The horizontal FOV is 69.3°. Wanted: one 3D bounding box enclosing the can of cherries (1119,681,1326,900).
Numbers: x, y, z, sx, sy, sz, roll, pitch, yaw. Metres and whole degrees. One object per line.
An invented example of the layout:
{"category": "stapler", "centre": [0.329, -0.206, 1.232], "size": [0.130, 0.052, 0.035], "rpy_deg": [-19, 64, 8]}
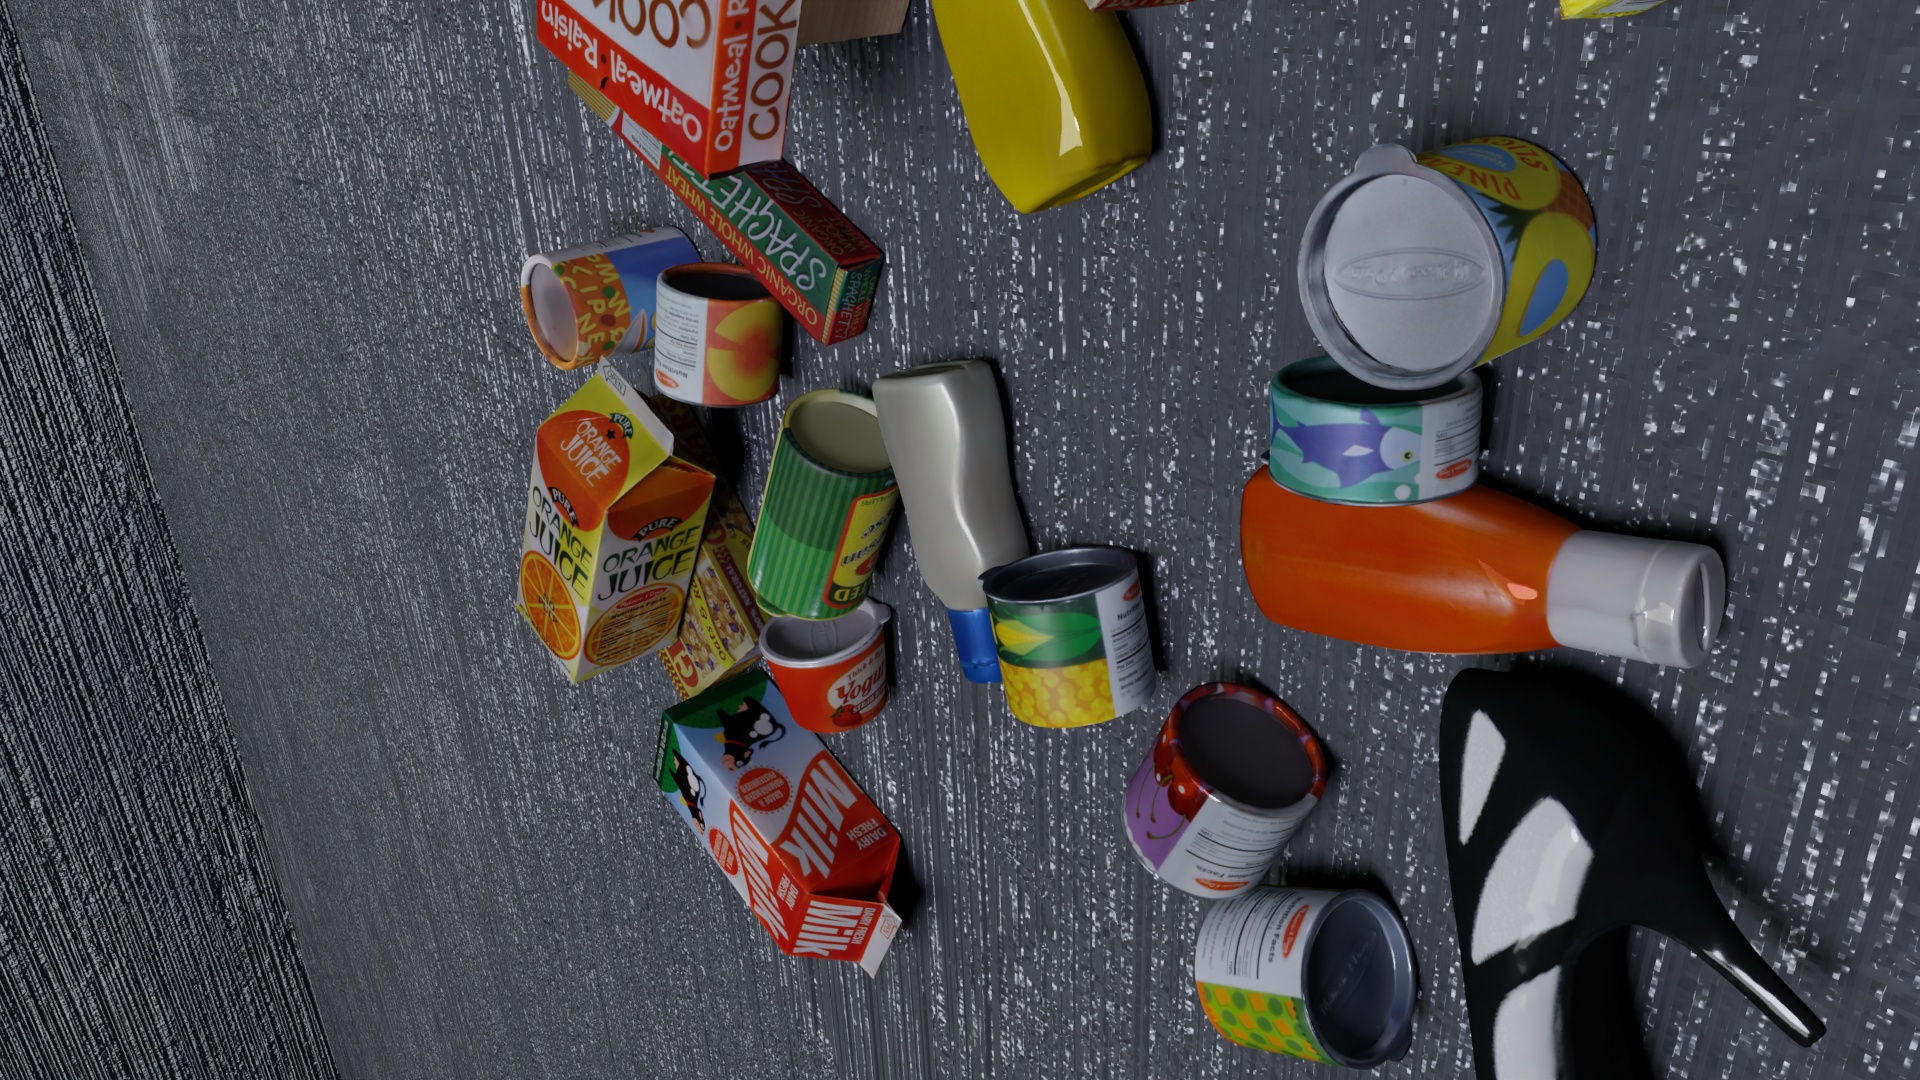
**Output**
{"category": "can of cherries", "centre": [0.103, 0.097, 0.555], "size": [0.071, 0.072, 0.058], "rpy_deg": [45, 138, 27]}

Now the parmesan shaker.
{"category": "parmesan shaker", "centre": [-0.068, -0.016, 0.701], "size": [0.071, 0.071, 0.102], "rpy_deg": [46, 138, 25]}

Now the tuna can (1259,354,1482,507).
{"category": "tuna can", "centre": [0.131, -0.038, 0.448], "size": [0.071, 0.071, 0.032], "rpy_deg": [19, 121, 45]}

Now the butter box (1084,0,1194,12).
{"category": "butter box", "centre": [0.041, -0.226, 0.471], "size": [0.103, 0.053, 0.024], "rpy_deg": [59, 140, 10]}

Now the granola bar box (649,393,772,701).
{"category": "granola bar box", "centre": [-0.174, 0.006, 0.871], "size": [0.123, 0.039, 0.165], "rpy_deg": [-38, 78, 51]}

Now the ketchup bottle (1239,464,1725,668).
{"category": "ketchup bottle", "centre": [0.163, 0.009, 0.451], "size": [0.149, 0.044, 0.064], "rpy_deg": [12, 124, 47]}

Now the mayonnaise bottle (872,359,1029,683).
{"category": "mayonnaise bottle", "centre": [0.002, -0.008, 0.645], "size": [0.064, 0.041, 0.147], "rpy_deg": [4, 113, 52]}

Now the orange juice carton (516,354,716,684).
{"category": "orange juice carton", "centre": [-0.198, -0.012, 0.795], "size": [0.072, 0.073, 0.191], "rpy_deg": [47, 137, 24]}

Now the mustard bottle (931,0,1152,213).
{"category": "mustard bottle", "centre": [0.019, -0.205, 0.512], "size": [0.065, 0.049, 0.160], "rpy_deg": [-15, 95, 53]}

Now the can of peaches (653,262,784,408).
{"category": "can of peaches", "centre": [-0.124, -0.109, 0.726], "size": [0.071, 0.071, 0.057], "rpy_deg": [31, 125, 38]}

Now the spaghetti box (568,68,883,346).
{"category": "spaghetti box", "centre": [-0.127, -0.194, 0.716], "size": [0.251, 0.029, 0.049], "rpy_deg": [46, 139, 25]}

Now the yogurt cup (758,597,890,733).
{"category": "yogurt cup", "centre": [-0.071, 0.068, 0.756], "size": [0.072, 0.073, 0.053], "rpy_deg": [22, 132, 44]}

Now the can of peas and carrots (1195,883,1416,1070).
{"category": "can of peas and carrots", "centre": [0.138, 0.173, 0.551], "size": [0.058, 0.071, 0.071], "rpy_deg": [-15, 97, 54]}

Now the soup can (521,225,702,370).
{"category": "soup can", "centre": [-0.193, -0.134, 0.782], "size": [0.071, 0.084, 0.071], "rpy_deg": [27, 128, 40]}

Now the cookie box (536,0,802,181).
{"category": "cookie box", "centre": [-0.107, -0.236, 0.505], "size": [0.123, 0.040, 0.166], "rpy_deg": [42, 137, 28]}

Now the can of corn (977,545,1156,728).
{"category": "can of corn", "centre": [0.045, 0.040, 0.593], "size": [0.071, 0.071, 0.058], "rpy_deg": [7, 115, 49]}

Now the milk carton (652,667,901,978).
{"category": "milk carton", "centre": [-0.103, 0.176, 0.842], "size": [0.191, 0.074, 0.072], "rpy_deg": [46, 138, 25]}

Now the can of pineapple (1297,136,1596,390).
{"category": "can of pineapple", "centre": [0.145, -0.085, 0.412], "size": [0.071, 0.058, 0.070], "rpy_deg": [27, 128, 41]}
